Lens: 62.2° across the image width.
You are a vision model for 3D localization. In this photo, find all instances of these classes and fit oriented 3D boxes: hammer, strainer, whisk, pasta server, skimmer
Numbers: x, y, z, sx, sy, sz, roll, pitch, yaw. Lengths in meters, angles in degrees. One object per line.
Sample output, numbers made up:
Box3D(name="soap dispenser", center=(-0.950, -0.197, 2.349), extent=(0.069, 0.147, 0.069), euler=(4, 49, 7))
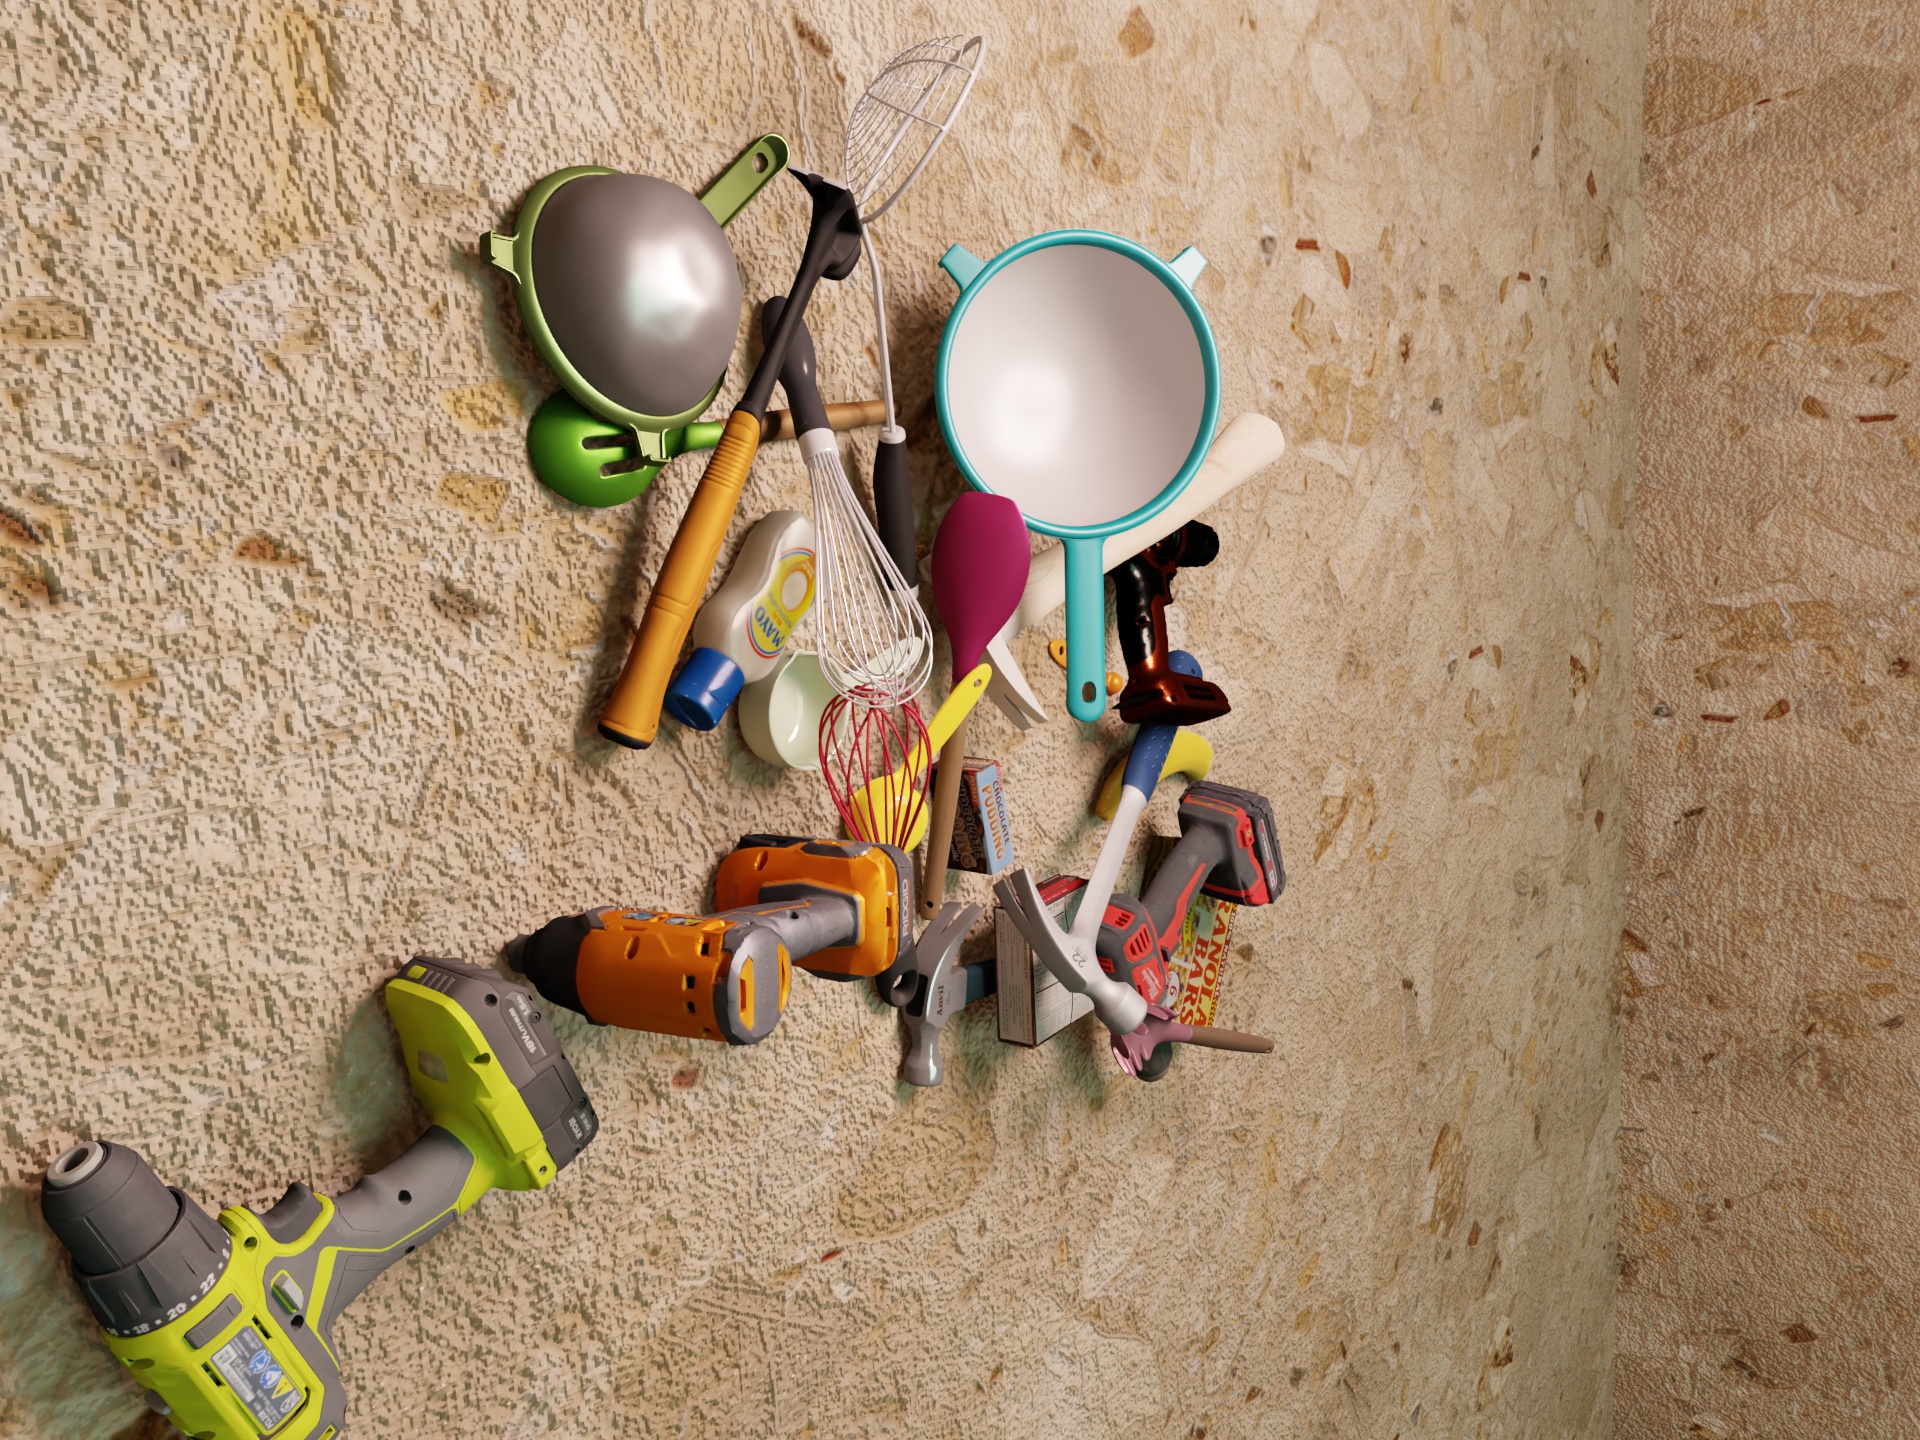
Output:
Box3D(name="hammer", center=(0.141, -0.143, 1.259), extent=(0.410, 0.038, 0.146), euler=(-34, 98, -38))
Box3D(name="strainer", center=(-0.144, -0.274, 0.900), extent=(0.151, 0.069, 0.256), euler=(54, 46, -28))
Box3D(name="whisk", center=(-0.051, 0.090, 1.056), extent=(0.073, 0.073, 0.295), euler=(-47, 146, -40))
Box3D(name="whisk", center=(-0.077, -0.136, 0.957), extent=(0.070, 0.070, 0.285), euler=(8, 60, -54))
Box3D(name="pasta server", center=(0.204, 0.269, 1.331), extent=(0.060, 0.040, 0.316), euler=(-57, 145, 7))
Box3D(name="hammer", center=(-0.132, -0.143, 0.902), extent=(0.127, 0.034, 0.337), euler=(60, 52, -89))
Box3D(name="hammer", center=(0.135, 0.063, 1.286), extent=(0.144, 0.035, 0.406), euler=(46, 38, -14))
Box3D(name="strainer", center=(0.074, -0.172, 1.145), extent=(0.211, 0.095, 0.340), euler=(-5, 100, -16))
Box3D(name="hammer", center=(0.064, 0.197, 1.285), extent=(0.331, 0.033, 0.128), euler=(-4, 98, -54))
Box3D(name="skimmer", center=(-0.020, -0.245, 1.027), extent=(0.127, 0.090, 0.363), euler=(-102, -173, -59))

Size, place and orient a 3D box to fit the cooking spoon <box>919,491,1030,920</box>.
Box3D(name="cooking spoon", center=(-0.002, -0.004, 1.125), extent=(0.017, 0.069, 0.318), euler=(-61, 160, -70))

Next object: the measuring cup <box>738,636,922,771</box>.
Box3D(name="measuring cup", center=(-0.085, -0.024, 1.054), extent=(0.167, 0.038, 0.083), euler=(-34, 121, -49))

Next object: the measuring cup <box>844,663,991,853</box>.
Box3D(name="measuring cup", center=(-0.021, 0.030, 1.097), extent=(0.062, 0.029, 0.156), euler=(32, 95, -42))

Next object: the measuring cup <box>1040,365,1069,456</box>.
Box3D(name="measuring cup", center=(0.095, -0.262, 1.261), extent=(0.174, 0.052, 0.095), euler=(-59, 136, -34))

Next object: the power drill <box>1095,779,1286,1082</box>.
Box3D(name="power drill", center=(0.188, 0.180, 1.357), extent=(0.227, 0.080, 0.187), euler=(-44, 131, -34))

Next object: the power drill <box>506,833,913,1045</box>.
Box3D(name="power drill", center=(-0.139, 0.122, 0.917), extent=(0.226, 0.164, 0.084), euler=(-15, 107, -65))

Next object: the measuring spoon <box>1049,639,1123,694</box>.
Box3D(name="measuring spoon", center=(0.108, -0.045, 1.334), extent=(0.116, 0.011, 0.021), euler=(26, 73, -52))

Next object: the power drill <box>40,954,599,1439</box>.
Box3D(name="power drill", center=(-0.298, 0.218, 0.757), extent=(0.228, 0.080, 0.190), euler=(-44, 128, -39))

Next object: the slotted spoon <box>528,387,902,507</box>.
Box3D(name="slotted spoon", center=(-0.133, -0.181, 0.978), extent=(0.313, 0.031, 0.070), euler=(-22, 106, -52))
